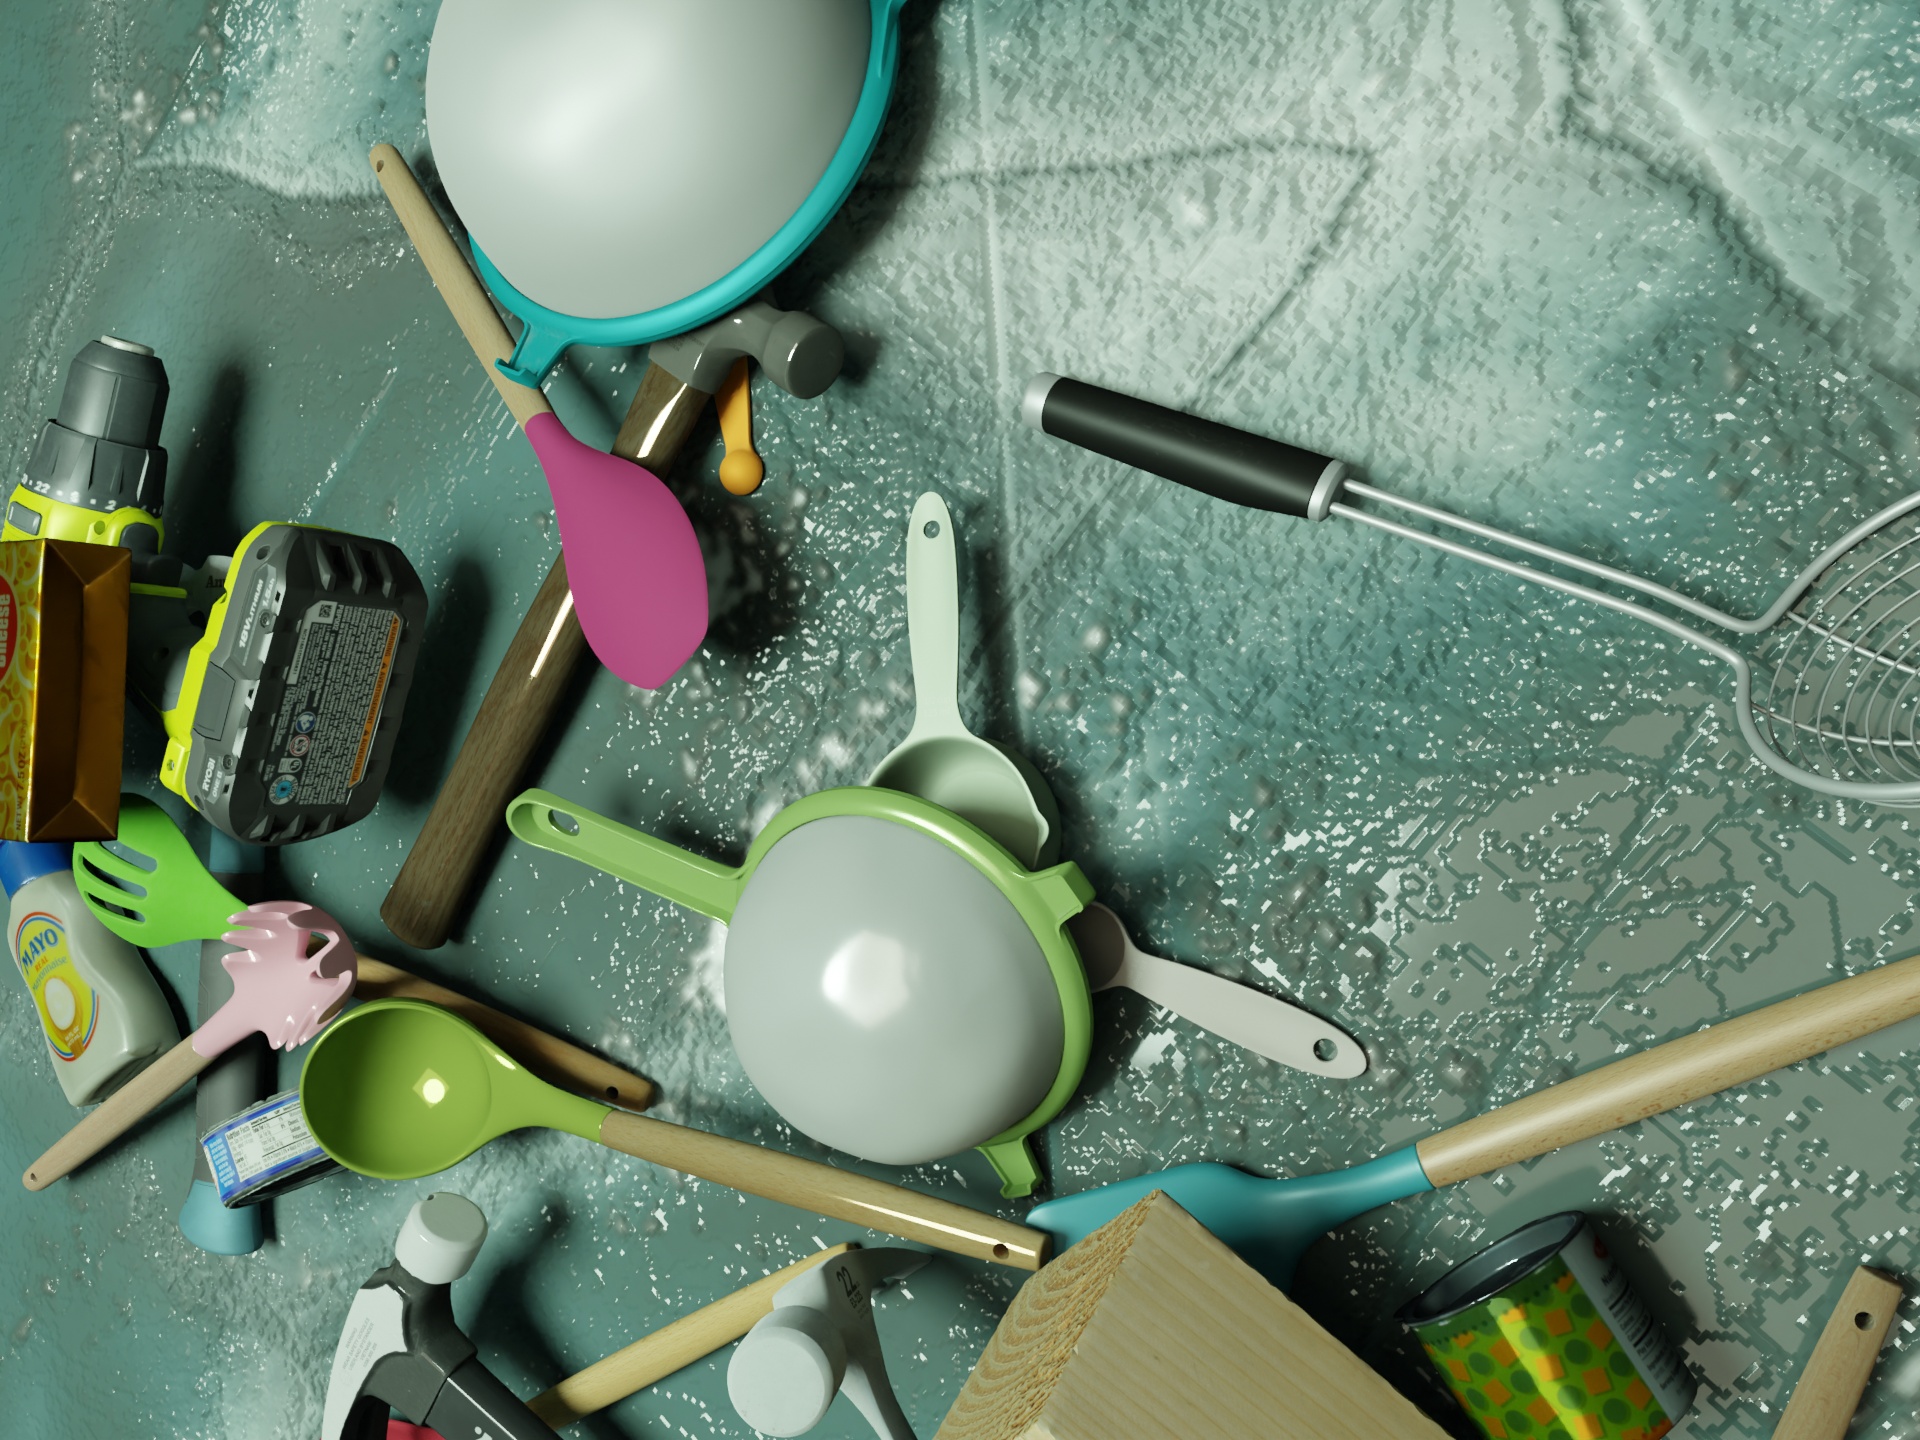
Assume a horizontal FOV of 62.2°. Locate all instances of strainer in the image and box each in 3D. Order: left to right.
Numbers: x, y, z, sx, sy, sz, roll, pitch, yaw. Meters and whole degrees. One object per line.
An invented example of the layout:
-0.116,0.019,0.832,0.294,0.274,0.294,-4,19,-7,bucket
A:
-0.079,0.087,0.584,0.256,0.069,0.151,20,123,21,strainer
-0.081,-0.285,0.601,0.340,0.095,0.211,-23,65,19,strainer

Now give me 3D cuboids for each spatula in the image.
0.174,0.139,0.512,0.317,0.044,0.082,-29,79,20,spatula
0.226,0.314,0.494,0.060,0.018,0.316,22,98,23,spatula

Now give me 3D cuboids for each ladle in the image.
-0.169,0.289,0.675,0.315,0.031,0.069,-32,80,19,ladle
-0.118,0.165,0.600,0.320,0.062,0.078,7,103,26,ladle

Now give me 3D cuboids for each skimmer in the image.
0.171,-0.073,0.497,0.363,0.090,0.127,24,65,26,skimmer

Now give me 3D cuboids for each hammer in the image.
-0.349,0.086,0.764,0.128,0.033,0.331,0,88,26,hammer
-0.171,-0.046,0.682,0.130,0.031,0.331,38,106,30,hammer
-0.116,0.340,0.620,0.335,0.035,0.146,34,108,14,hammer
0.053,0.361,0.531,0.035,0.144,0.405,-32,84,7,hammer

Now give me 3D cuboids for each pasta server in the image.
-0.363,0.160,0.725,0.316,0.040,0.060,-34,86,31,pasta server

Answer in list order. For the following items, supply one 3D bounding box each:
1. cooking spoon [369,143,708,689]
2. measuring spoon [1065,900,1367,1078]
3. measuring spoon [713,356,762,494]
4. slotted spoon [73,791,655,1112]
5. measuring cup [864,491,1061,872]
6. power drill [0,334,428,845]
-0.188,-0.142,0.671,0.068,0.017,0.319,-44,63,22,cooking spoon
0.087,0.098,0.573,0.124,0.018,0.034,22,97,17,measuring spoon
-0.101,-0.152,0.670,0.021,0.011,0.117,-12,83,24,measuring spoon
-0.274,0.108,0.705,0.314,0.031,0.070,20,103,13,slotted spoon
-0.001,-0.002,0.604,0.083,0.038,0.167,-6,83,25,measuring cup
-0.347,-0.058,0.709,0.229,0.080,0.190,22,99,29,power drill
